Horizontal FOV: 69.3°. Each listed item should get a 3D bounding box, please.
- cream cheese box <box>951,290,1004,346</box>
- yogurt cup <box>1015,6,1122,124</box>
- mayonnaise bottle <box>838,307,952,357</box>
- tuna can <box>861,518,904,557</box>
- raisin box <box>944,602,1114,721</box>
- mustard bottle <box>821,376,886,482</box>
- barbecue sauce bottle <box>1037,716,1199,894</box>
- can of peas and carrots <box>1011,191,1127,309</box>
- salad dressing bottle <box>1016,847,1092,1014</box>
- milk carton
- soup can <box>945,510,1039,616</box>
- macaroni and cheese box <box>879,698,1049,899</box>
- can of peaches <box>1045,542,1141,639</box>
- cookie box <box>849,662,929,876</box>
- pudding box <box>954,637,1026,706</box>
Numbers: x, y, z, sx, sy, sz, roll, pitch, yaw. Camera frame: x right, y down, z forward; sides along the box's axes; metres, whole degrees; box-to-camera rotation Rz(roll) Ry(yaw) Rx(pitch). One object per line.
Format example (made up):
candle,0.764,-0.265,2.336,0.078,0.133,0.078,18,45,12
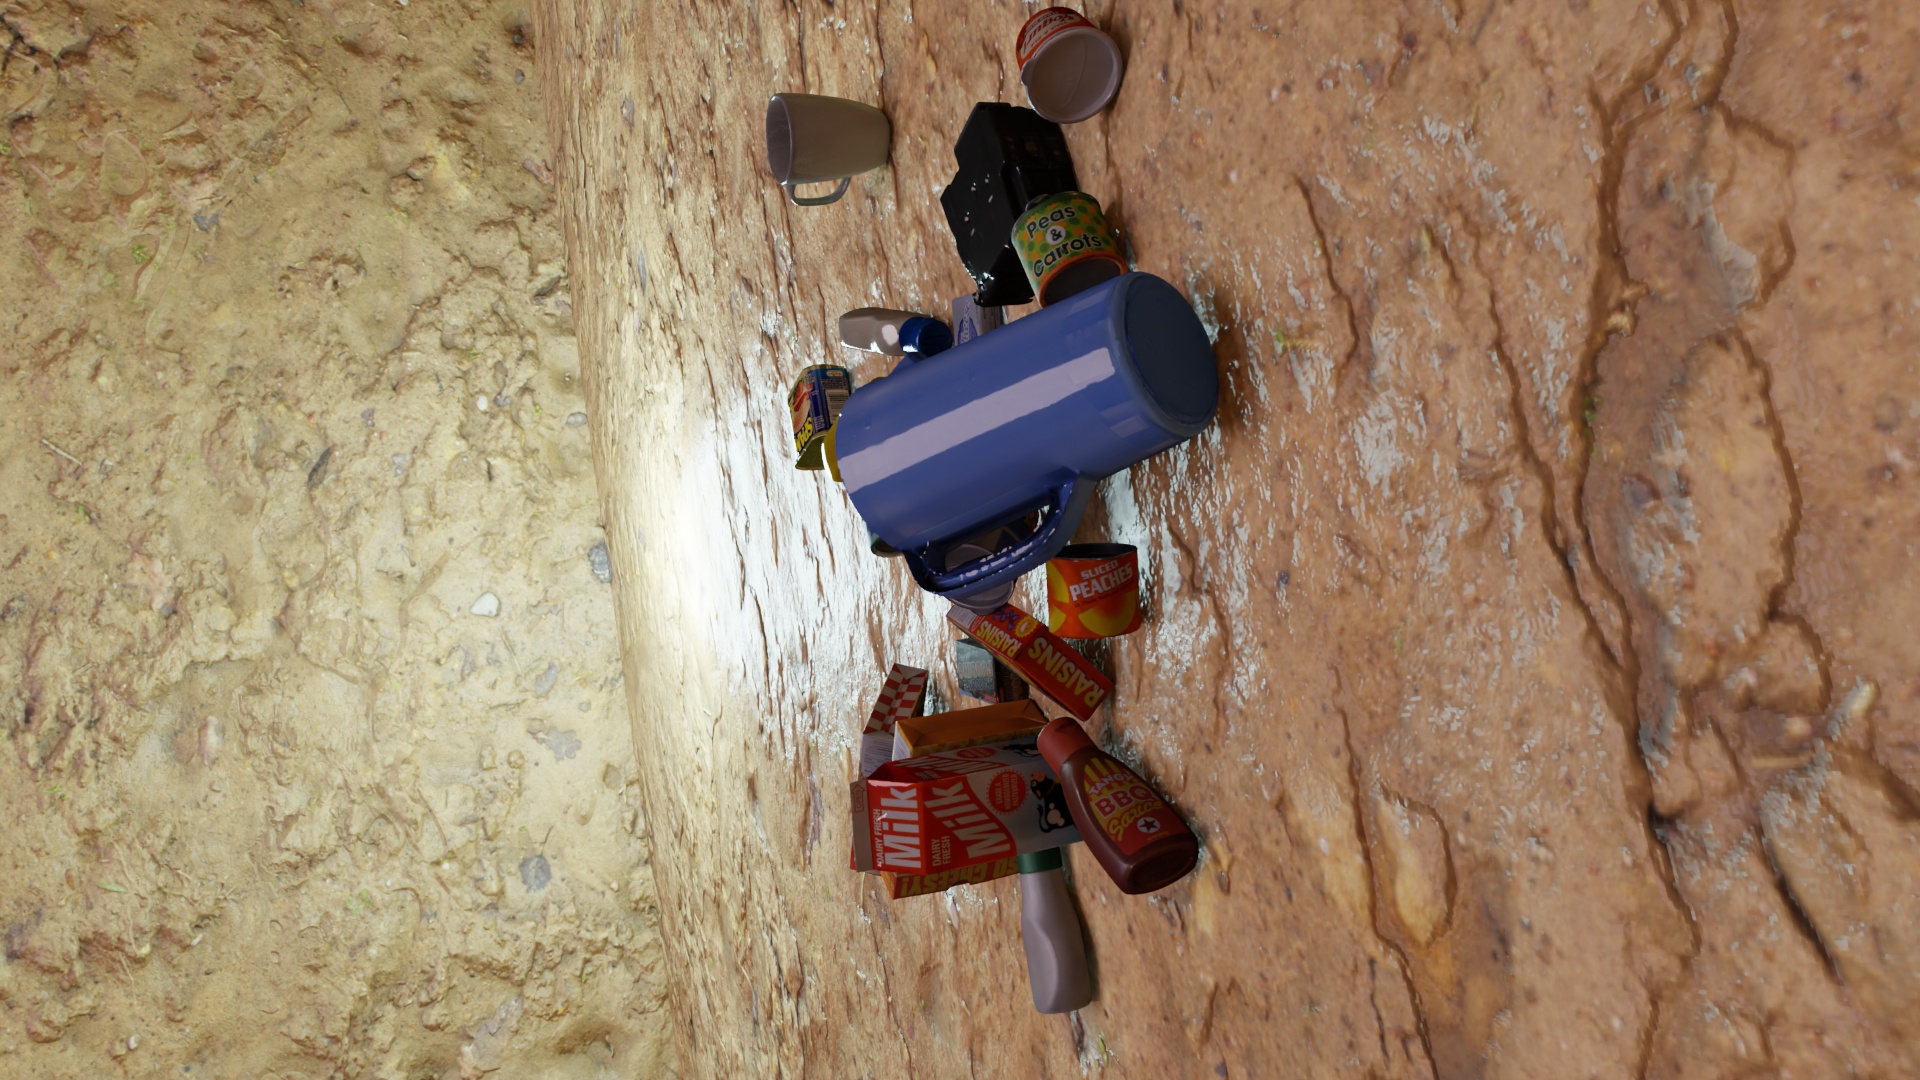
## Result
cream cheese box,0.017,-0.154,1.154,0.053,0.024,0.103,-179,83,-67
yogurt cup,0.070,-0.326,0.943,0.054,0.072,0.072,-109,26,-44
mayonnaise bottle,-0.057,-0.189,1.271,0.148,0.065,0.041,24,121,59
tuna can,-0.057,-0.014,1.308,0.070,0.071,0.033,121,135,-55
raisin box,0.051,0.084,1.062,0.040,0.086,0.123,-51,28,-6
mustard bottle,-0.087,-0.116,1.358,0.159,0.065,0.049,-54,53,49
barbecue sauce bottle,0.104,0.184,0.988,0.149,0.065,0.043,-131,33,-49
can of peas and carrots,0.075,-0.198,0.956,0.070,0.071,0.059,120,137,-54
salad dressing bottle,0.072,0.304,1.127,0.064,0.044,0.148,150,113,-67
milk carton,0.007,0.202,1.062,0.073,0.191,0.072,-172,76,-65
soup can,0.019,0.003,1.053,0.084,0.071,0.071,-66,-5,-47
macaroni and cheese box,0.001,0.218,1.162,0.040,0.124,0.165,-128,38,-51
can of peaches,0.094,0.035,0.976,0.071,0.071,0.058,-165,70,-65
cookie box,-0.069,0.224,1.355,0.123,0.040,0.166,-67,-14,-60
pudding box,0.026,0.112,1.196,0.083,0.030,0.049,-172,76,-66
